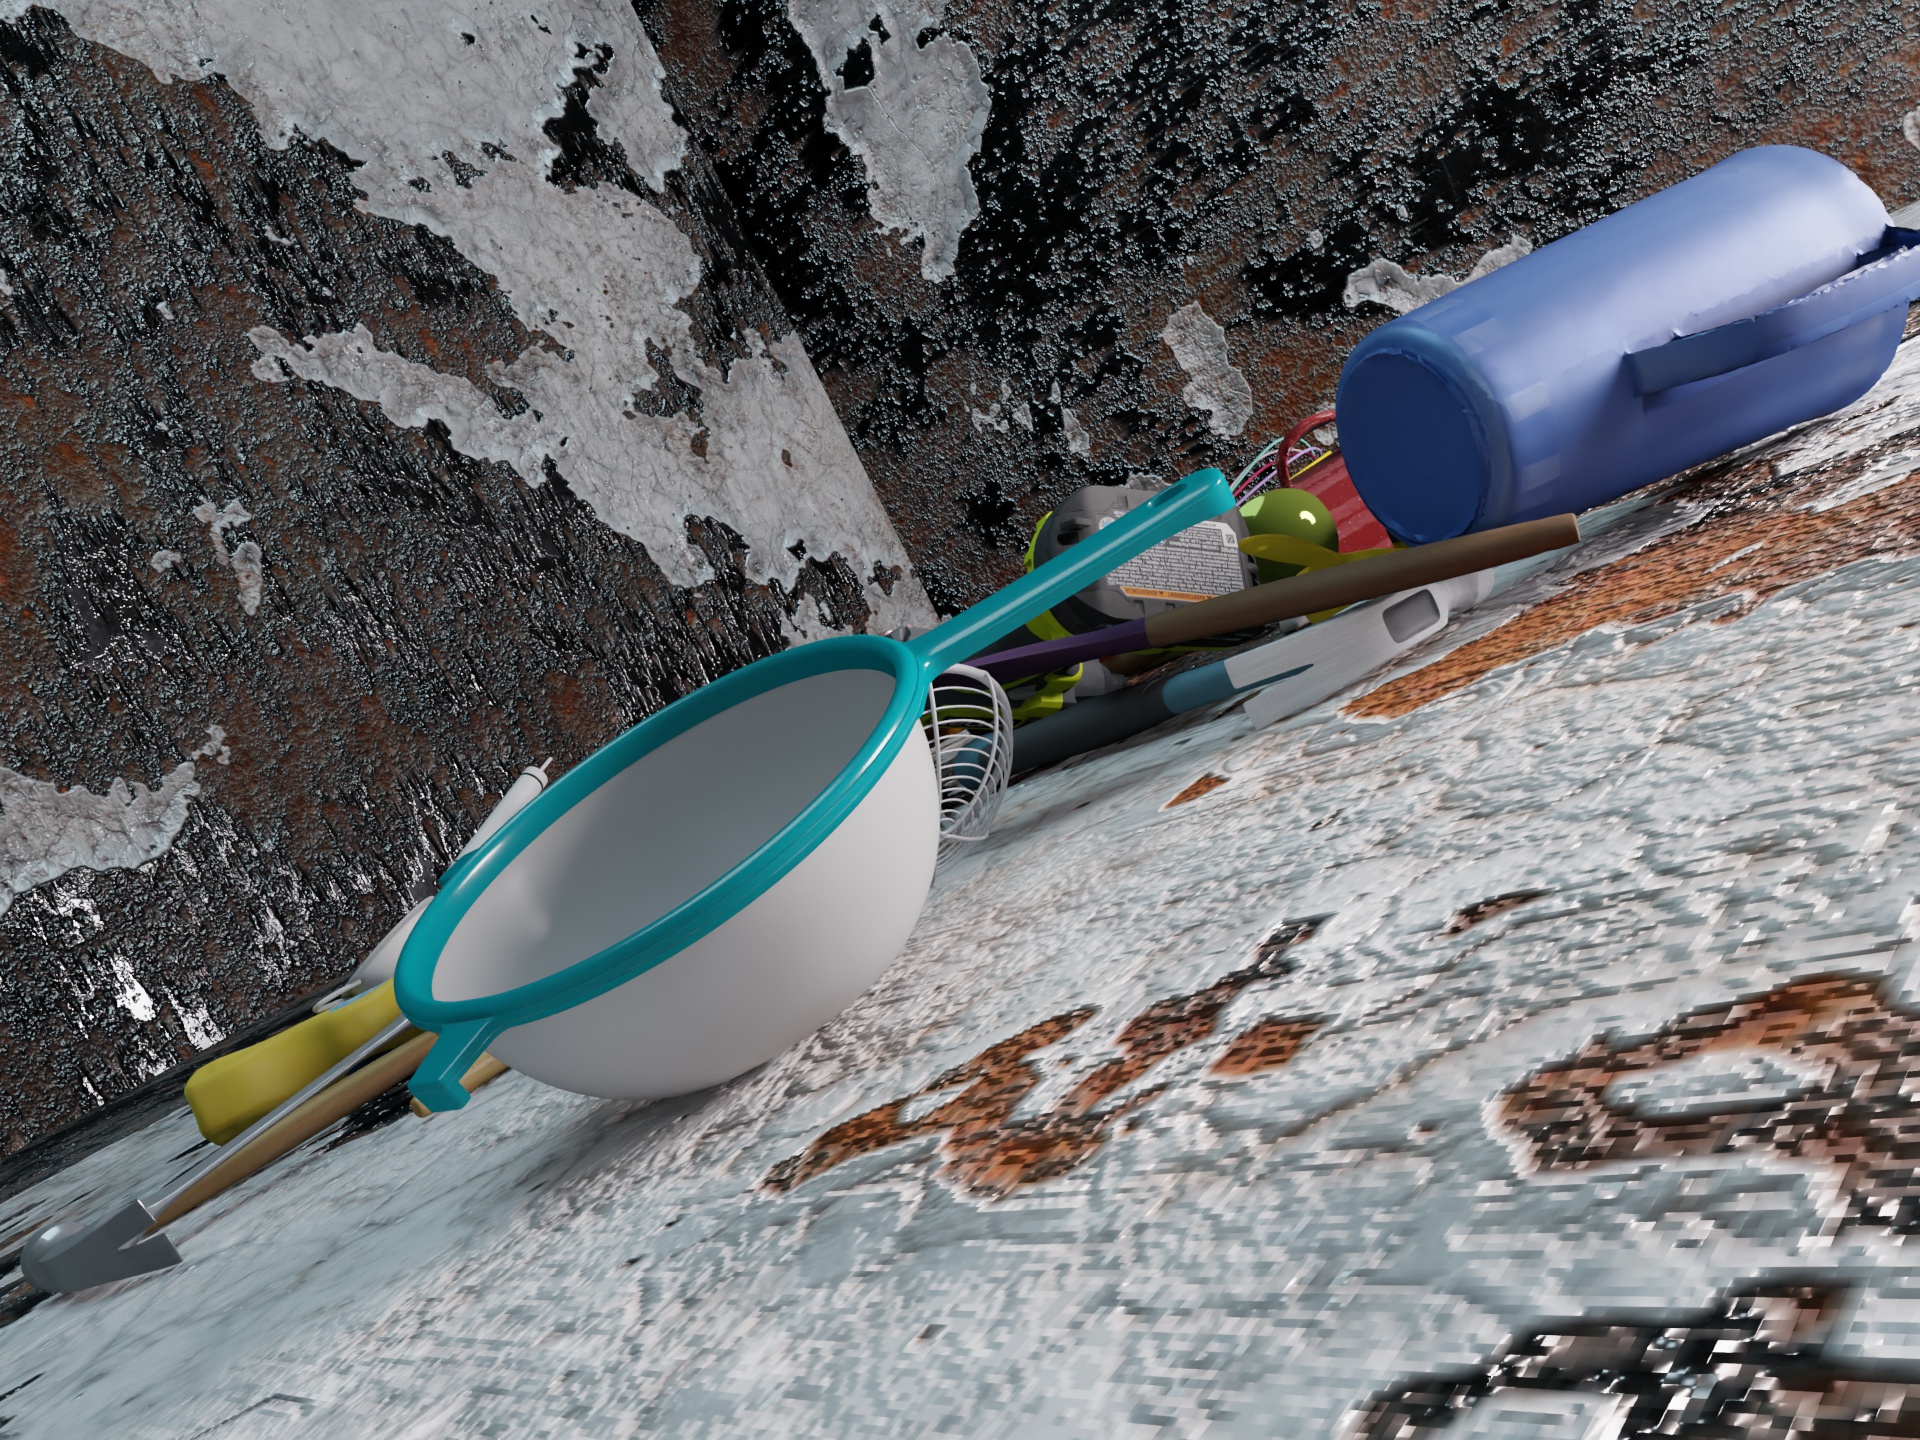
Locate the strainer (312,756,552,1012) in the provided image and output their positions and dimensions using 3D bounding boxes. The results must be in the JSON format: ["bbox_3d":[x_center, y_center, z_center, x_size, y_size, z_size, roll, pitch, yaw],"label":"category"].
[{"bbox_3d":[-0.346,0.112,1.096,0.087,0.050,0.259,-49,10,46],"label":"strainer"}]

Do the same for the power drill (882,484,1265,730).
[{"bbox_3d":[0.067,-0.050,0.920,0.171,0.080,0.223,3,-19,-28],"label":"power drill"}]

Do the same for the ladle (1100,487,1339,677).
[{"bbox_3d":[0.131,-0.063,1.029,0.078,0.062,0.320,2,-16,-25],"label":"ladle"}]

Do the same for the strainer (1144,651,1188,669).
[{"bbox_3d":[0.176,-0.094,1.140,0.151,0.069,0.256,-27,3,0],"label":"strainer"}]

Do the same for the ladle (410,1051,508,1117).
[{"bbox_3d":[-0.168,0.125,0.875,0.069,0.031,0.315,-28,4,46],"label":"ladle"}]

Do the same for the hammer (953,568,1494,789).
[{"bbox_3d":[0.105,-0.011,0.817,0.128,0.033,0.331,-29,4,-37],"label":"hammer"}]

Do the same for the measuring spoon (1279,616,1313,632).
[{"bbox_3d":[0.201,-0.061,0.928,0.034,0.018,0.124,-26,5,13],"label":"measuring spoon"}]

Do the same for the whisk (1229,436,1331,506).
[{"bbox_3d":[0.166,-0.123,1.097,0.245,0.051,0.047,-36,28,-18],"label":"whisk"}]

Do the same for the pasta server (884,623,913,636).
[{"bbox_3d":[-0.044,-0.006,1.173,0.060,0.040,0.316,-32,-10,-5],"label":"pasta server"}]

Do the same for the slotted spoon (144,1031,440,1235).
[{"bbox_3d":[-0.328,0.200,0.926,0.314,0.031,0.070,-32,30,-30],"label":"slotted spoon"}]

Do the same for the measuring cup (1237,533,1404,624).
[{"bbox_3d":[0.176,-0.069,0.786,0.062,0.029,0.156,-18,-12,33],"label":"measuring cup"}]

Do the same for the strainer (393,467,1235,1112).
[{"bbox_3d":[-0.032,0.031,0.575,0.340,0.095,0.211,-32,20,-5],"label":"strainer"}]

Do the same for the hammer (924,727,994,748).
[{"bbox_3d":[-0.002,-0.003,1.085,0.127,0.034,0.337,-35,-4,24],"label":"hammer"}]

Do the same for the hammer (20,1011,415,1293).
[{"bbox_3d":[-0.303,0.166,0.875,0.144,0.035,0.405,-22,12,46],"label":"hammer"}]

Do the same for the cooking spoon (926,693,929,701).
[{"bbox_3d":[-0.129,0.069,0.864,0.319,0.017,0.069,-37,-6,30],"label":"cooking spoon"}]

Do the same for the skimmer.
[{"bbox_3d":[-0.035,0.025,0.824,0.127,0.090,0.363,-42,4,-1],"label":"skimmer"}]

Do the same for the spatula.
[{"bbox_3d":[0.107,-0.045,0.703,0.316,0.018,0.059,-13,-4,20],"label":"spatula"}]
